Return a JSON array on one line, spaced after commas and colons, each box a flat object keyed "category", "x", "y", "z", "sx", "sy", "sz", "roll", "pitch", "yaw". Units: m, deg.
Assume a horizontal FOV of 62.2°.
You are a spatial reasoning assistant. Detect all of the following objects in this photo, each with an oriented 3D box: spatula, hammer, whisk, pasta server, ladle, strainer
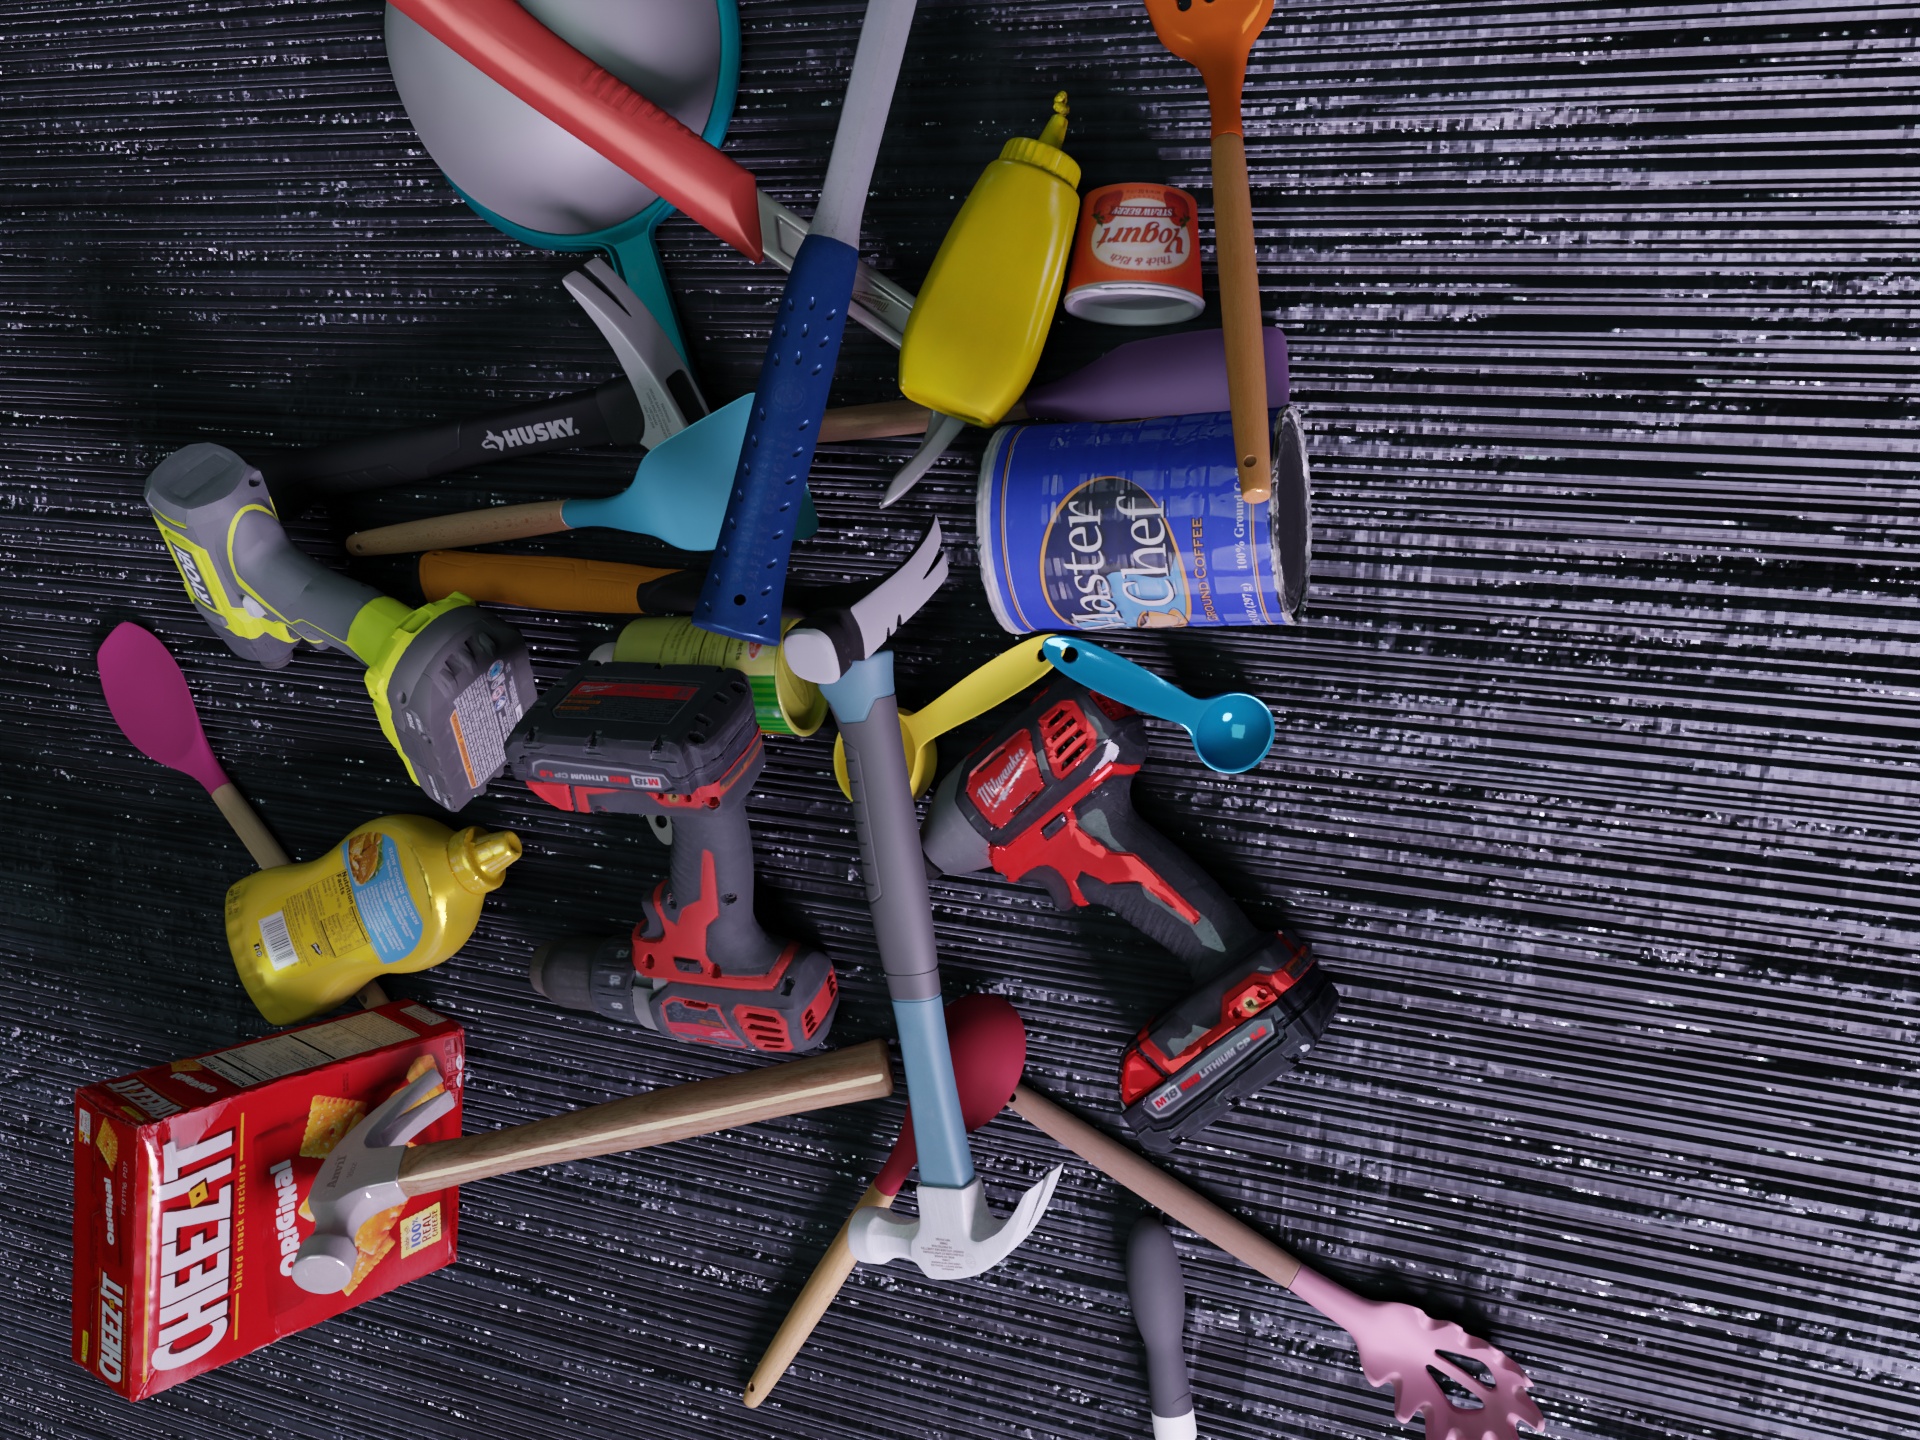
[{"category": "spatula", "x": -0.227, "y": -0.115, "z": 0.881, "sx": 0.317, "sy": 0.044, "sz": 0.082, "roll": -2, "pitch": 124, "yaw": 32}, {"category": "hammer", "x": -0.137, "y": -0.261, "z": 0.786, "sx": 0.359, "sy": 0.037, "sz": 0.149, "roll": 34, "pitch": 90, "yaw": -6}, {"category": "spatula", "x": 0.012, "y": -0.160, "z": 0.827, "sx": 0.316, "sy": 0.018, "sz": 0.060, "roll": -2, "pitch": 92, "yaw": 20}, {"category": "hammer", "x": -0.200, "y": 0.228, "z": 0.894, "sx": 0.331, "sy": 0.130, "sz": 0.031, "roll": -13, "pitch": 121, "yaw": 1}, {"category": "whisk", "x": 0.119, "y": 0.405, "z": 0.846, "sx": 0.070, "sy": 0.070, "sz": 0.284, "roll": -7, "pitch": 90, "yaw": 22}, {"category": "hammer", "x": -0.293, "y": -0.163, "z": 0.913, "sx": 0.335, "sy": 0.035, "sz": 0.146, "roll": -4, "pitch": 121, "yaw": 27}, {"category": "pasta server", "x": 0.148, "y": 0.273, "z": 0.823, "sx": 0.316, "sy": 0.040, "sz": 0.060, "roll": 30, "pitch": 94, "yaw": 16}, {"category": "hammer", "x": -0.064, "y": -0.238, "z": 0.754, "sx": 0.144, "sy": 0.035, "sz": 0.405, "roll": 14, "pitch": 86, "yaw": -7}, {"category": "hammer", "x": -0.027, "y": 0.128, "z": 0.820, "sx": 0.128, "sy": 0.033, "sz": 0.331, "roll": -6, "pitch": 97, "yaw": 34}, {"category": "spatula", "x": 0.120, "y": -0.249, "z": 0.726, "sx": 0.081, "sy": 0.041, "sz": 0.323, "roll": -9, "pitch": 68, "yaw": 22}, {"category": "ladle", "x": -0.054, "y": 0.282, "z": 0.905, "sx": 0.069, "sy": 0.031, "sz": 0.315, "roll": 47, "pitch": 117, "yaw": 39}, {"category": "strainer", "x": -0.211, "y": -0.302, "z": 0.849, "sx": 0.211, "sy": 0.095, "sz": 0.340, "roll": -16, "pitch": 93, "yaw": 22}, {"category": "hammer", "x": -0.172, "y": -0.076, "z": 0.875, "sx": 0.337, "sy": 0.127, "sz": 0.034, "roll": 6, "pitch": 124, "yaw": 31}]

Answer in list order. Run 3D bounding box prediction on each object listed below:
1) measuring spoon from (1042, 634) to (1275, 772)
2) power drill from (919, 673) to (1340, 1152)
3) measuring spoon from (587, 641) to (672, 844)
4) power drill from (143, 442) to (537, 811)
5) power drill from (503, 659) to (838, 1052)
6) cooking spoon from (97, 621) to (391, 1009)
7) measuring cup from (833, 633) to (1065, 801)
[{"category": "measuring spoon", "x": 0.096, "y": -0.014, "z": 0.789, "sx": 0.128, "sy": 0.021, "sz": 0.042, "roll": 25, "pitch": 102, "yaw": -12}, {"category": "power drill", "x": 0.076, "y": 0.097, "z": 0.808, "sx": 0.143, "sy": 0.078, "sz": 0.220, "roll": -41, "pitch": 79, "yaw": 20}, {"category": "measuring spoon", "x": -0.191, "y": 0.015, "z": 0.928, "sx": 0.034, "sy": 0.018, "sz": 0.124, "roll": -18, "pitch": 91, "yaw": 22}, {"category": "power drill", "x": -0.359, "y": -0.048, "z": 0.929, "sx": 0.223, "sy": 0.080, "sz": 0.171, "roll": 30, "pitch": 148, "yaw": 14}, {"category": "power drill", "x": -0.174, "y": 0.083, "z": 0.871, "sx": 0.188, "sy": 0.080, "sz": 0.226, "roll": 3, "pitch": 123, "yaw": 21}, {"category": "cooking spoon", "x": -0.469, "y": 0.066, "z": 1.042, "sx": 0.068, "sy": 0.017, "sz": 0.319, "roll": -42, "pitch": 81, "yaw": 19}, {"category": "measuring cup", "x": -0.001, "y": -0.003, "z": 0.836, "sx": 0.156, "sy": 0.029, "sz": 0.062, "roll": -31, "pitch": 70, "yaw": 28}]
